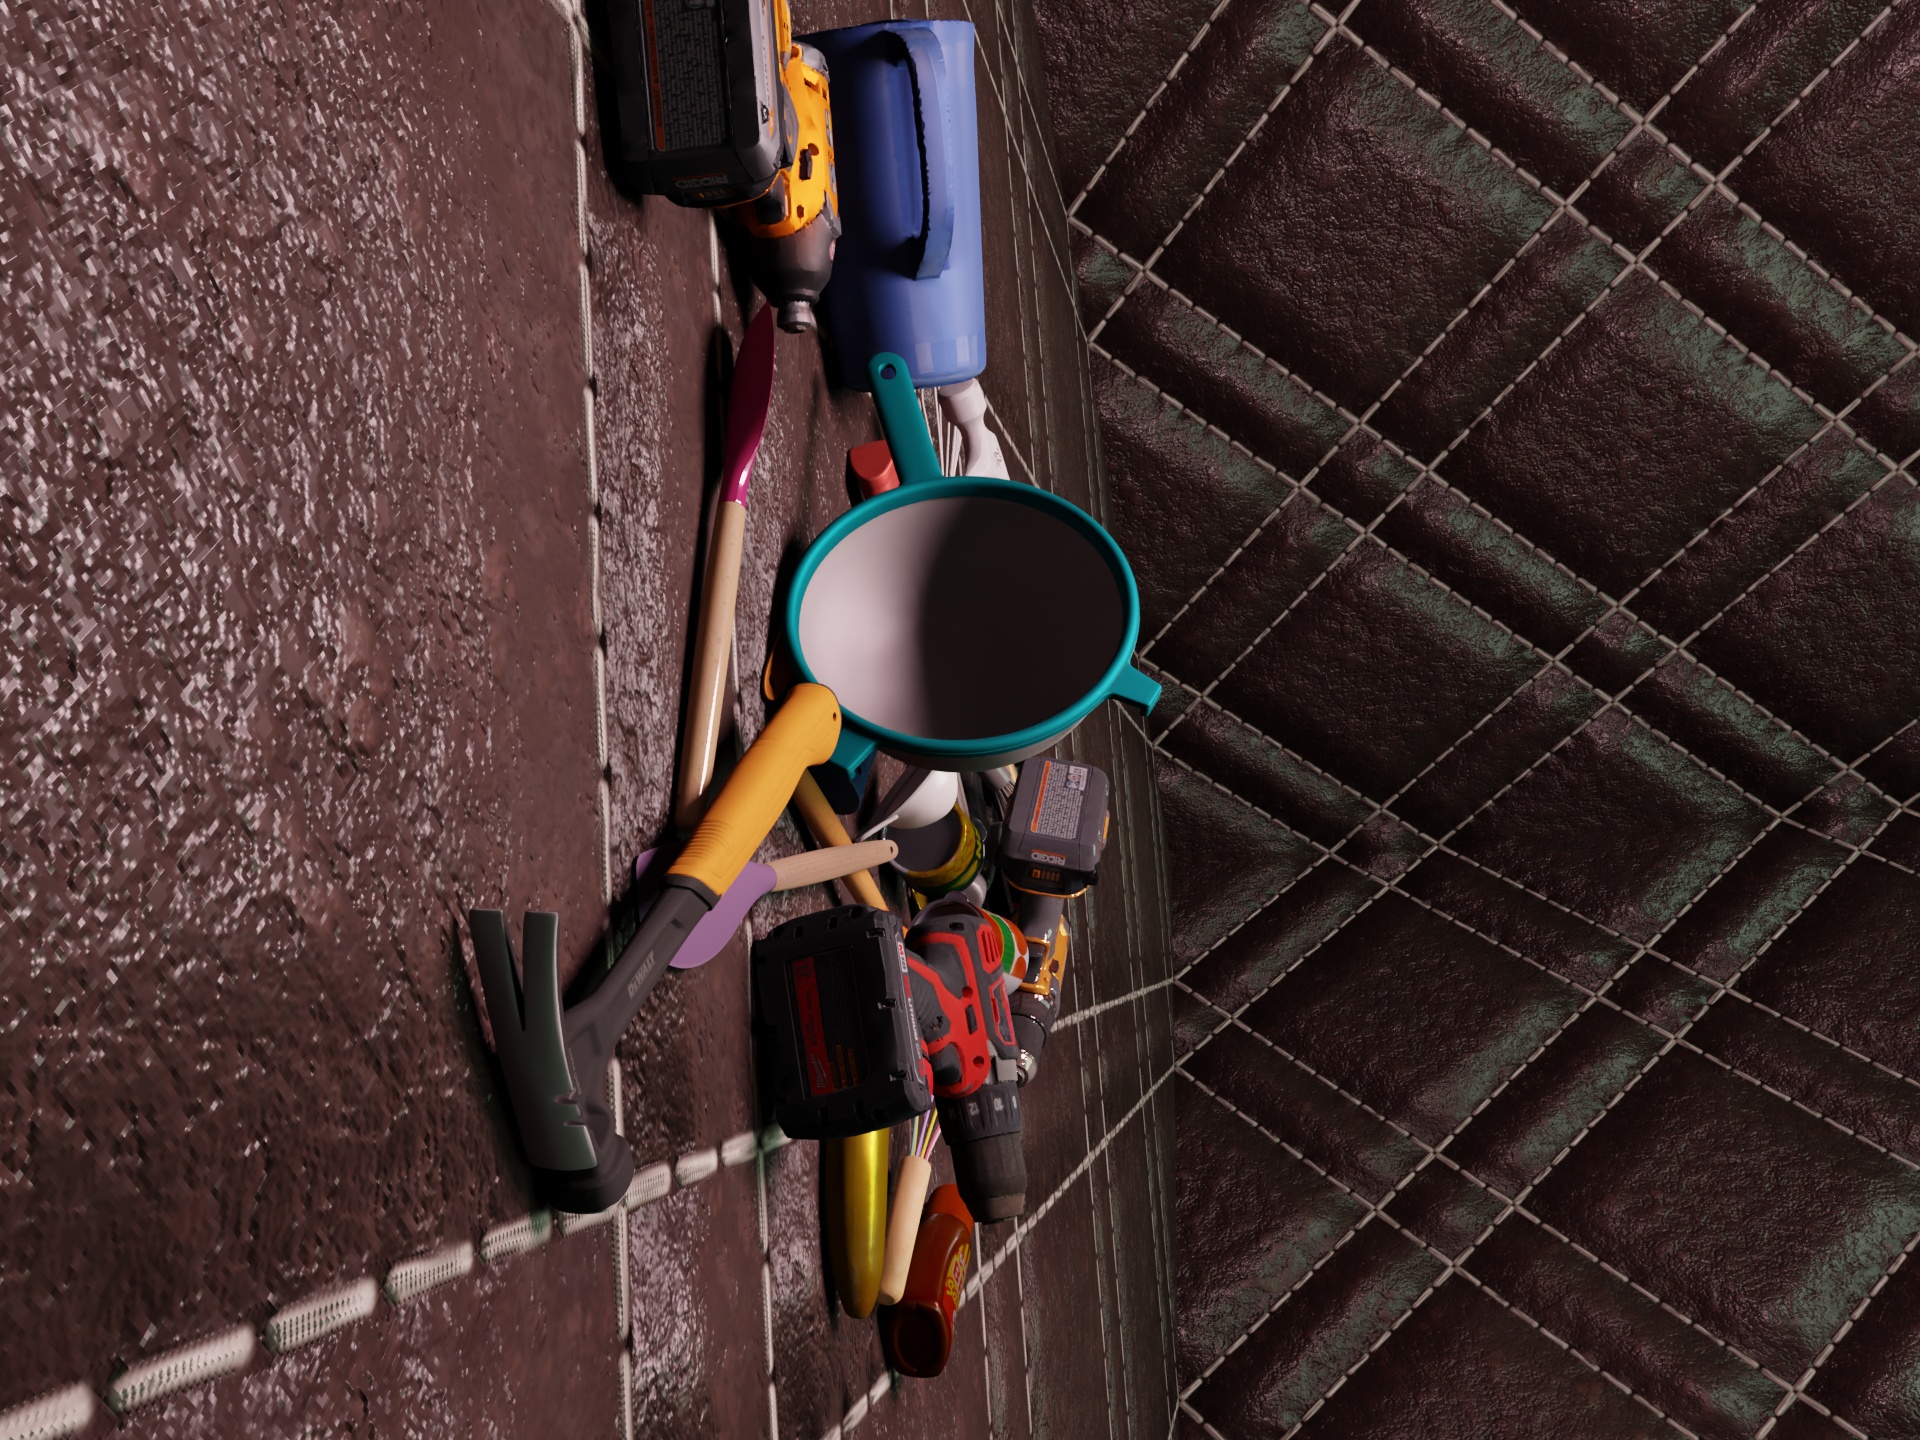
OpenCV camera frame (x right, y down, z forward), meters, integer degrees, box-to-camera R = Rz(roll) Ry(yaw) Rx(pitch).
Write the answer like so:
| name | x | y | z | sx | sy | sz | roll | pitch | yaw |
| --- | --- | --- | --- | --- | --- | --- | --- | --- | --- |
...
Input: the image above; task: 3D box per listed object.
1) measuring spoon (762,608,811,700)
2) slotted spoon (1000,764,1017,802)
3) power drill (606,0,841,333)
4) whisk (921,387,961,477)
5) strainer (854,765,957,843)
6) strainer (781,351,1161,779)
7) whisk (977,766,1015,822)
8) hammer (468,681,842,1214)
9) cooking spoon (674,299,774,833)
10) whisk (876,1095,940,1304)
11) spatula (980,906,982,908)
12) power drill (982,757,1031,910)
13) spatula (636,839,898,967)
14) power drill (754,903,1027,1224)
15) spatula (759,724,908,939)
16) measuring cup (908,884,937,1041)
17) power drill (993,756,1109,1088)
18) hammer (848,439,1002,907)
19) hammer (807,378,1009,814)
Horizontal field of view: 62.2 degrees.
| name | x | y | z | sx | sy | sz | roll | pitch | yaw |
| --- | --- | --- | --- | --- | --- | --- | --- | --- | --- |
| measuring spoon | -0.105 | -0.049 | 0.952 | 0.021 | 0.011 | 0.117 | 58 | 27 | -31 |
| slotted spoon | 0.037 | 0.041 | 1.406 | 0.070 | 0.031 | 0.313 | -56 | 131 | -68 |
| power drill | -0.114 | -0.307 | 0.859 | 0.226 | 0.084 | 0.164 | -26 | 112 | -82 |
| whisk | -0.015 | -0.198 | 1.396 | 0.058 | 0.059 | 0.246 | -17 | 109 | -41 |
| strainer | -0.002 | -0.004 | 1.138 | 0.087 | 0.050 | 0.259 | -35 | -156 | 55 |
| strainer | -0.013 | -0.092 | 1.007 | 0.095 | 0.211 | 0.341 | 86 | -10 | -53 |
| whisk | 0.030 | 0.053 | 1.349 | 0.238 | 0.055 | 0.055 | 53 | 26 | -28 |
| hammer | -0.115 | 0.057 | 0.710 | 0.337 | 0.034 | 0.127 | -64 | 149 | -62 |
| cooking spoon | -0.123 | -0.089 | 0.830 | 0.068 | 0.017 | 0.319 | 135 | -37 | -55 |
| whisk | -0.028 | 0.289 | 1.092 | 0.245 | 0.047 | 0.051 | -75 | 145 | -50 |
| spatula | -0.001 | 0.238 | 1.294 | 0.082 | 0.044 | 0.317 | -17 | 106 | -77 |
| power drill | 0.053 | 0.088 | 1.513 | 0.143 | 0.078 | 0.219 | -27 | 114 | -77 |
| spatula | -0.094 | 0.085 | 0.854 | 0.316 | 0.018 | 0.060 | -3 | 88 | -72 |
| power drill | -0.023 | 0.199 | 0.917 | 0.226 | 0.080 | 0.188 | 29 | 48 | -65 |
| spatula | -0.071 | 0.109 | 1.010 | 0.322 | 0.041 | 0.081 | 66 | 19 | -46 |
| measuring cup | -0.022 | 0.189 | 1.228 | 0.062 | 0.029 | 0.156 | -59 | 130 | -67 |
| power drill | 0.061 | 0.167 | 1.284 | 0.185 | 0.084 | 0.226 | -73 | 172 | -55 |
| hammer | -0.024 | -0.039 | 1.224 | 0.149 | 0.037 | 0.359 | -72 | 150 | -68 |
| hammer | -0.026 | -0.082 | 1.117 | 0.406 | 0.035 | 0.144 | -69 | 144 | -47 |
